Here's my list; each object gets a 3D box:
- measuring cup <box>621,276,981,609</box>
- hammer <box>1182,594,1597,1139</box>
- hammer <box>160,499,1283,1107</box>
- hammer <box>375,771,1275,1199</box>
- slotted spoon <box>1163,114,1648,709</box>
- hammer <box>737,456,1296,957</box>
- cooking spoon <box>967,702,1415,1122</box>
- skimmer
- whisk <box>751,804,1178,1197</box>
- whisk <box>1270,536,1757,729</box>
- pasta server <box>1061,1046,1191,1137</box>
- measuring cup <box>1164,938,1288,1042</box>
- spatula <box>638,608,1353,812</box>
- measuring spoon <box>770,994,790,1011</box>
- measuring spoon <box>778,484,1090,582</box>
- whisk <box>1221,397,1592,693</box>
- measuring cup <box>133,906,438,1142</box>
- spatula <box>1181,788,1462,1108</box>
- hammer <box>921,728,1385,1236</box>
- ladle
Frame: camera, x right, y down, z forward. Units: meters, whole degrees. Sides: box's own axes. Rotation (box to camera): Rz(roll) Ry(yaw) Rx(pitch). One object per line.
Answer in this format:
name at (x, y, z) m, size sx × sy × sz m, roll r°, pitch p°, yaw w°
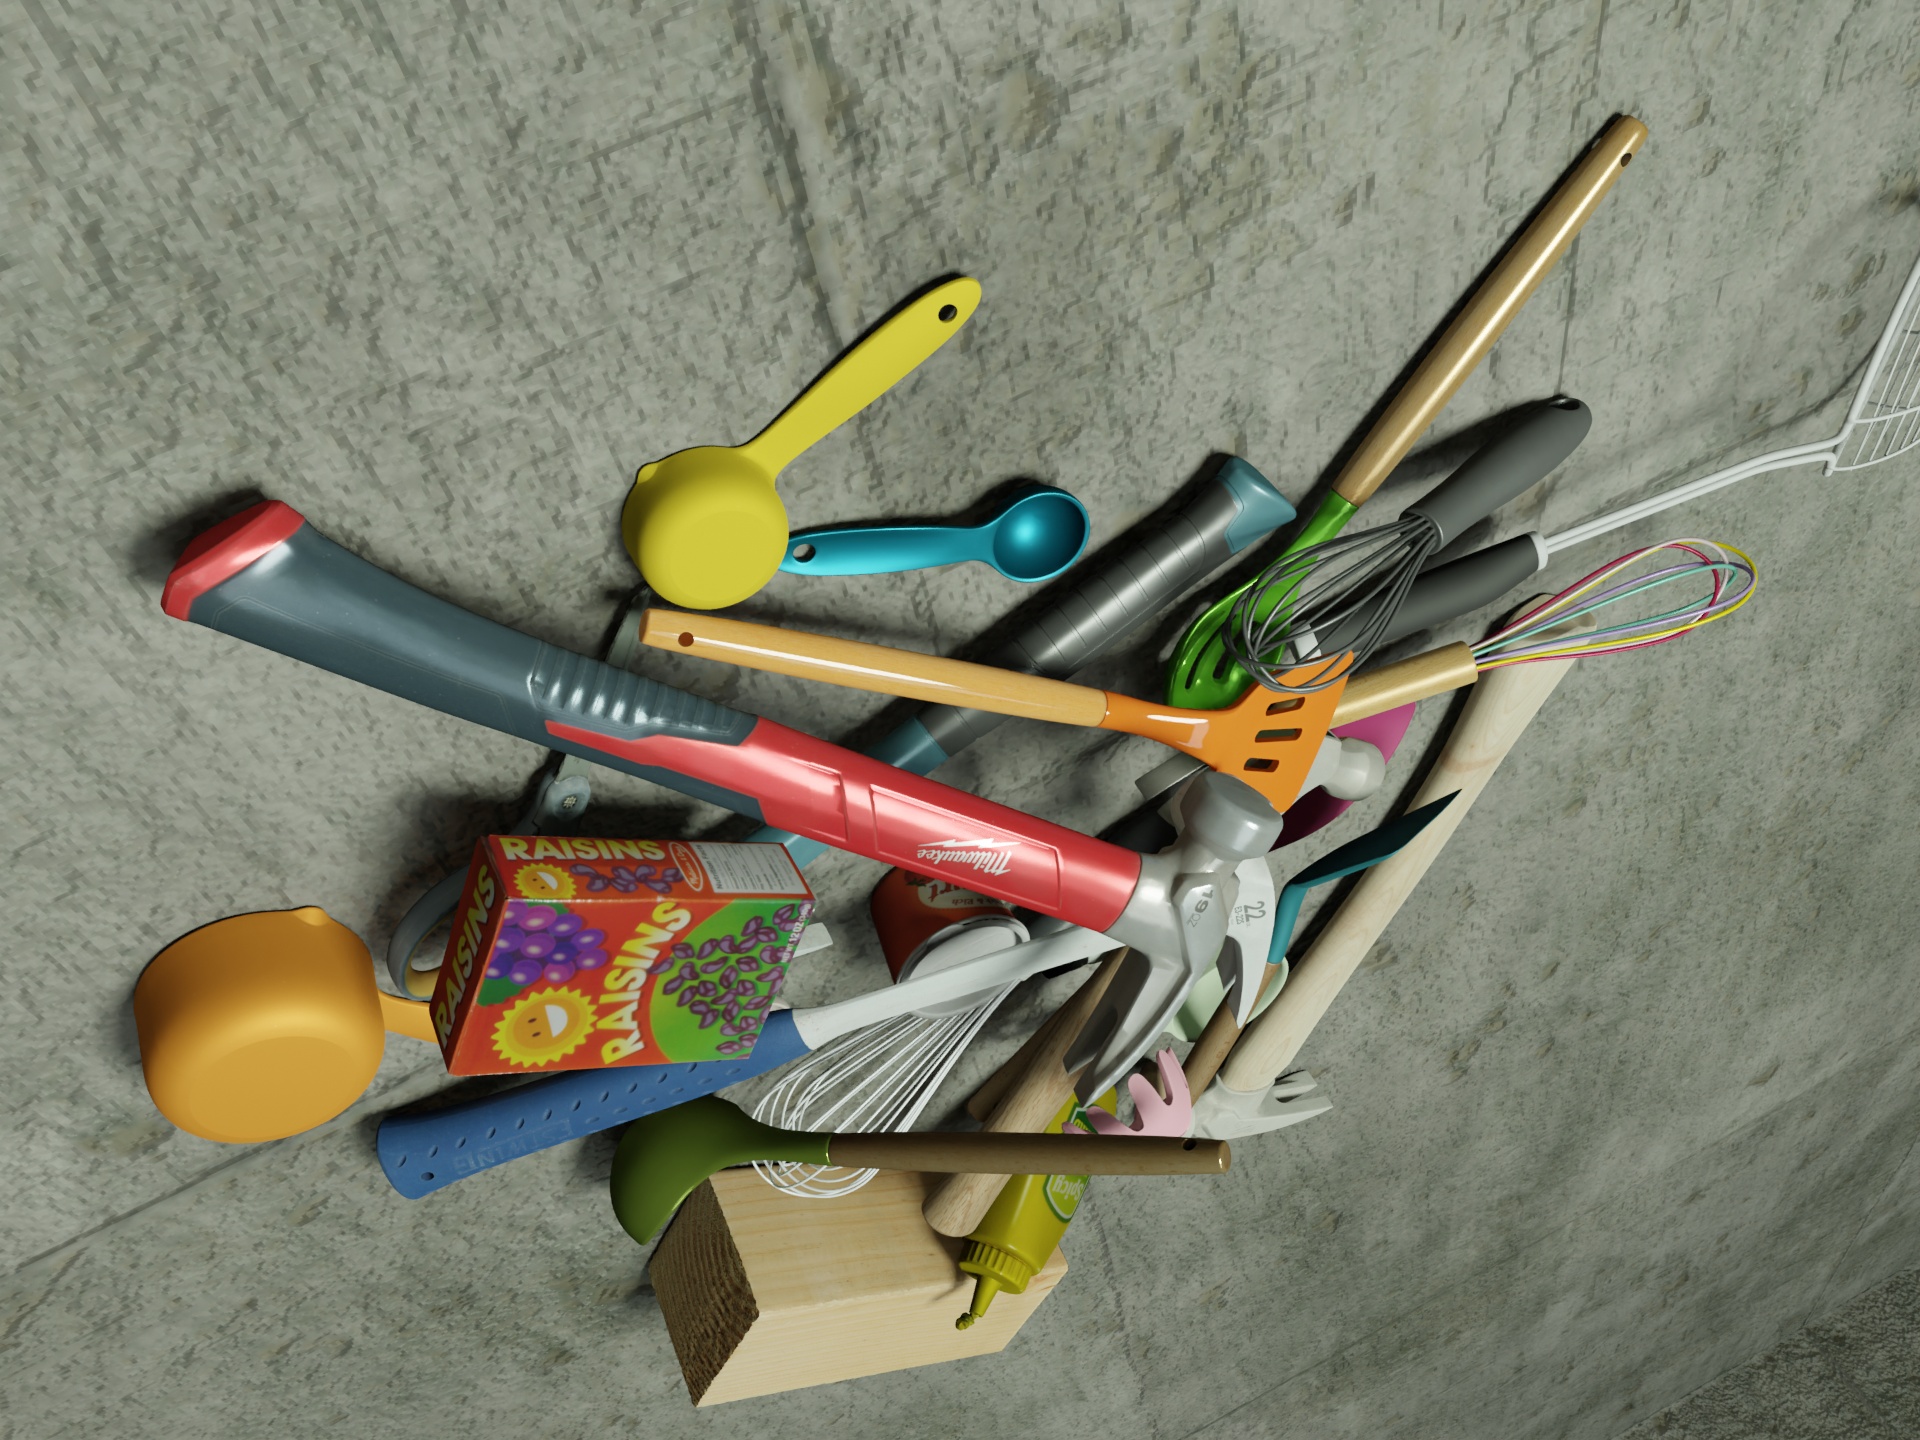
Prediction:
measuring cup at (-0.050, -0.095, 0.552) m, size 0.156 × 0.029 × 0.062 m, roll -38°, pitch 139°, yaw 10°
hammer at (0.250, 0.102, 0.931) m, size 0.146 × 0.038 × 0.410 m, roll 0°, pitch 129°, yaw -34°
hammer at (-0.077, 0.030, 0.557) m, size 0.386 × 0.038 × 0.143 m, roll 21°, pitch 110°, yaw -22°
hammer at (-0.057, 0.137, 0.701) m, size 0.405 × 0.035 × 0.143 m, roll -18°, pitch 135°, yaw 4°
slotted spoon at (0.182, -0.116, 0.682) m, size 0.070 × 0.031 × 0.313 m, roll 14°, pitch 120°, yaw -44°
hammer at (-0.001, -0.002, 0.666) m, size 0.331 × 0.033 × 0.128 m, roll -36°, pitch 146°, yaw 2°
cooking spoon at (0.119, 0.096, 0.833) m, size 0.319 × 0.017 × 0.068 m, roll -46°, pitch 134°, yaw 4°
skimmer at (0.316, -0.125, 0.754) m, size 0.363 × 0.090 × 0.127 m, roll -22°, pitch 151°, yaw 4°
whisk at (0.006, 0.139, 0.803) m, size 0.284 × 0.070 × 0.070 m, roll -42°, pitch 139°, yaw 3°
whisk at (0.270, -0.038, 0.784) m, size 0.245 × 0.047 × 0.051 m, roll -19°, pitch 168°, yaw 2°
pasta server at (0.094, 0.191, 0.824) m, size 0.060 × 0.040 × 0.316 m, roll -37°, pitch 170°, yaw 2°
measuring cup at (0.102, 0.155, 0.890) m, size 0.167 × 0.038 × 0.083 m, roll -15°, pitch 136°, yaw -17°
spatula at (0.029, -0.012, 0.629) m, size 0.322 × 0.041 × 0.081 m, roll 10°, pitch 110°, yaw -26°
measuring spoon at (-0.140, 0.157, 0.761) m, size 0.124 × 0.018 × 0.034 m, roll -22°, pitch 139°, yaw -1°
measuring spoon at (-0.013, -0.073, 0.615) m, size 0.128 × 0.021 × 0.042 m, roll -6°, pitch 131°, yaw -15°
whisk at (0.198, -0.081, 0.673) m, size 0.239 × 0.055 × 0.055 m, roll -35°, pitch 143°, yaw -27°
measuring cup at (-0.240, 0.134, 0.641) m, size 0.173 × 0.052 × 0.095 m, roll 24°, pitch 115°, yaw -42°
spatula at (0.165, 0.151, 0.860) m, size 0.082 × 0.044 × 0.317 m, roll -29°, pitch 149°, yaw -47°
hammer at (0.076, 0.132, 0.789) m, size 0.130 × 0.031 × 0.331 m, roll 15°, pitch 116°, yaw -45°
ladle at (-0.029, 0.202, 0.715) m, size 0.320 × 0.078 × 0.062 m, roll -8°, pitch 119°, yaw 28°
